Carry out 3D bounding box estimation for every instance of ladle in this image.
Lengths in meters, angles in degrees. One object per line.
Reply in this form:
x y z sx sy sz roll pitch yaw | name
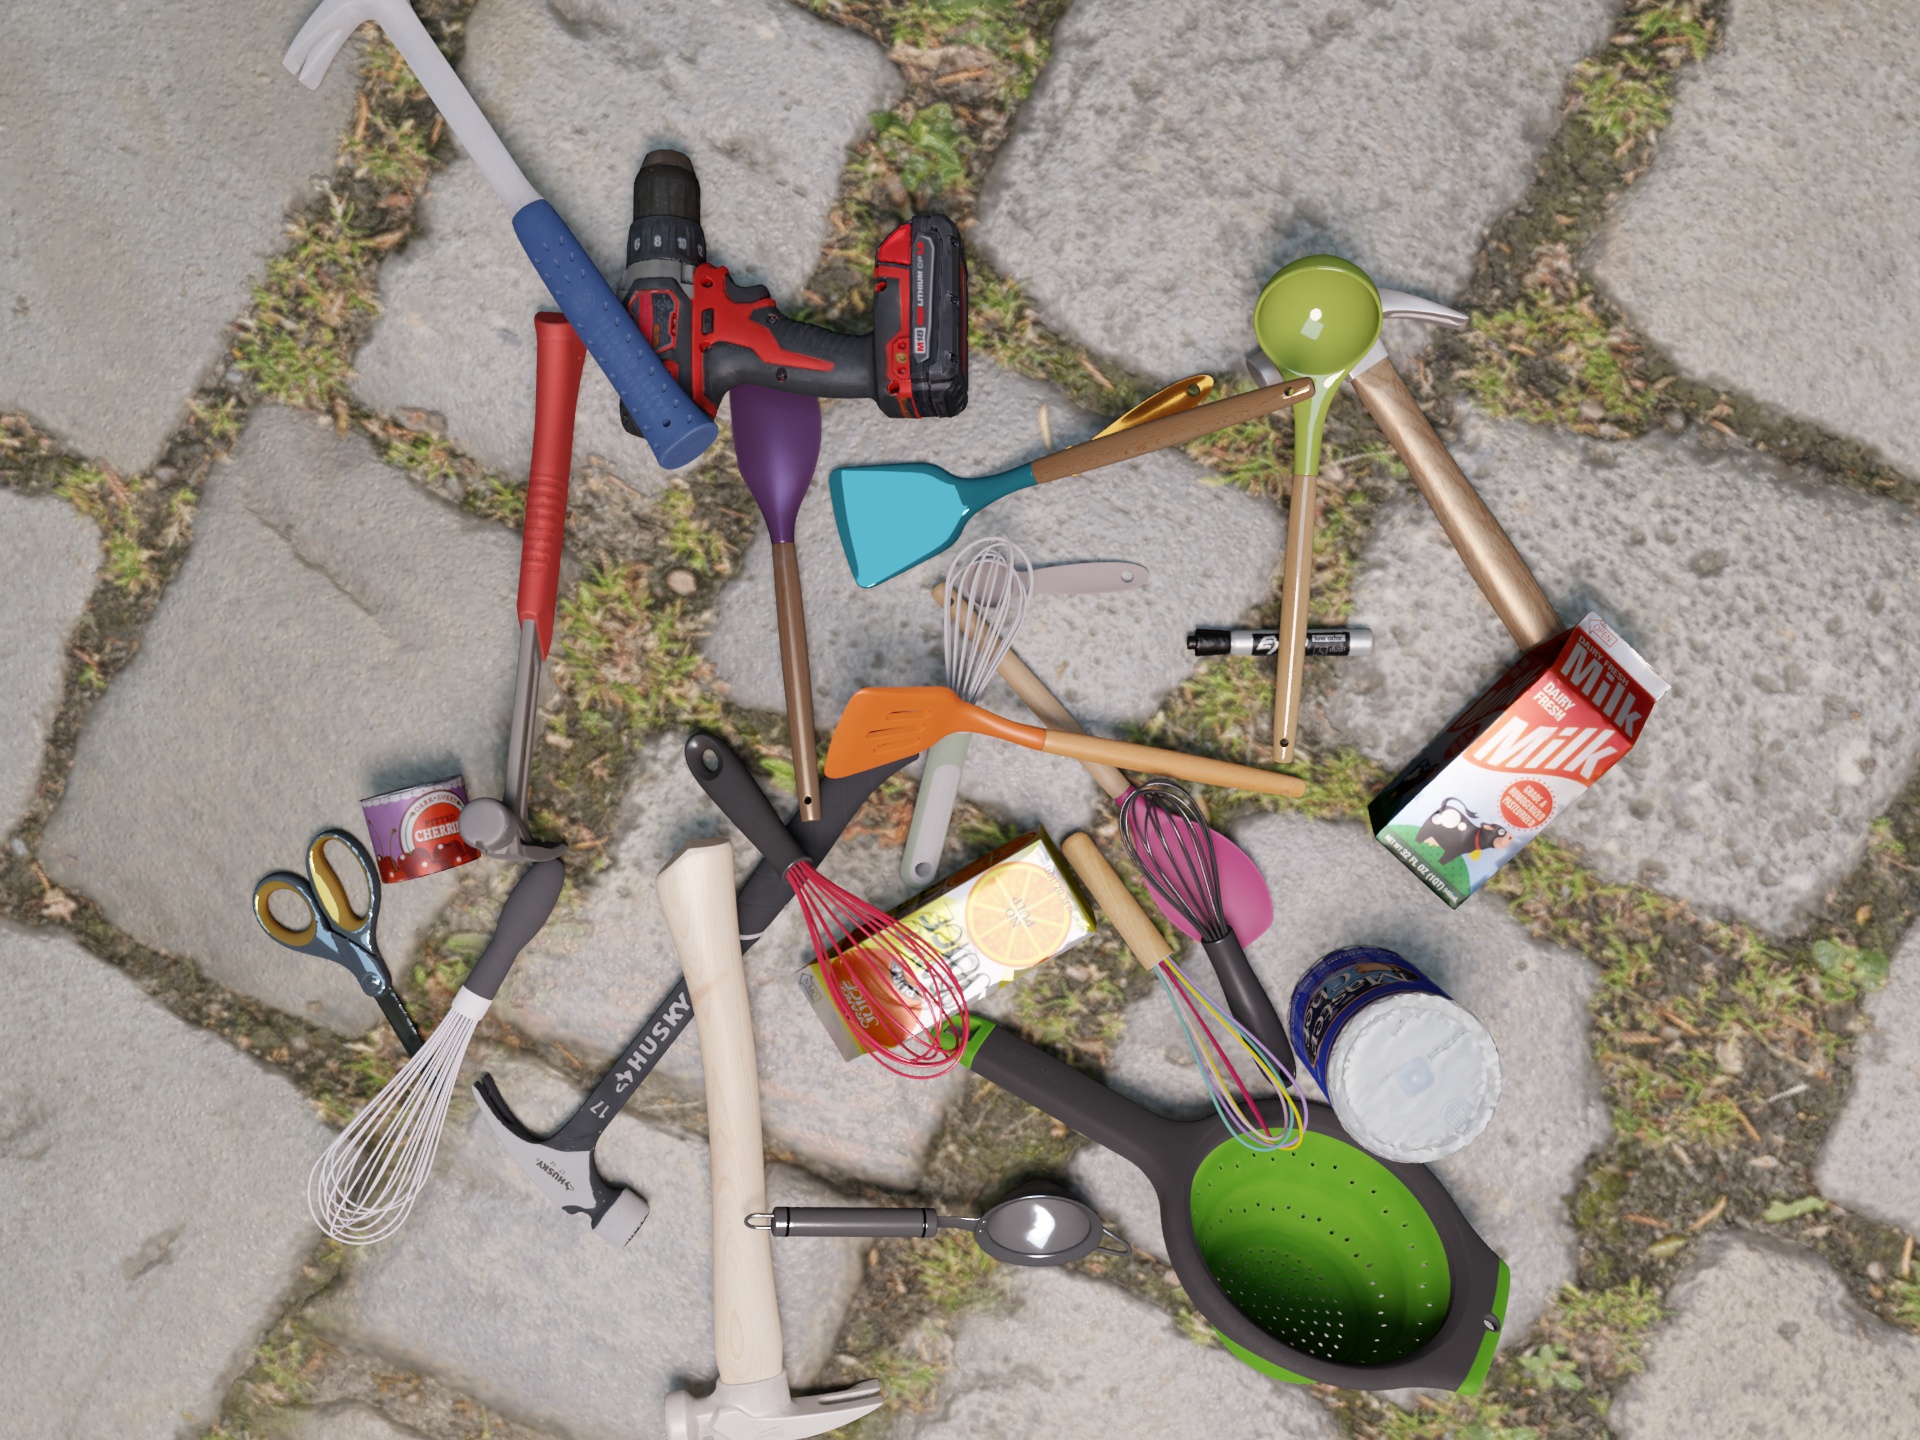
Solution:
0.215 -0.128 1.004 0.078 0.062 0.320 5 101 13 | ladle

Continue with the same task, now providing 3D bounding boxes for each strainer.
-0.014 0.329 1.050 0.258 0.050 0.086 5 131 -13 | strainer

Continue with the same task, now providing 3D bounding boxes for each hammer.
-0.281 -0.324 1.001 0.144 0.035 0.406 -36 78 5 | hammer
0.331 -0.135 1.038 0.130 0.031 0.331 -34 92 4 | hammer
-0.165 0.154 1.071 0.149 0.036 0.409 38 93 0 | hammer
-0.271 -0.089 1.034 0.036 0.149 0.359 4 82 1 | hammer
-0.139 0.280 1.048 0.146 0.038 0.410 -5 98 -9 | hammer

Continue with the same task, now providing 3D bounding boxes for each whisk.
0.167 0.144 1.043 0.055 0.055 0.239 -26 103 3 | whisk
-0.344 0.216 1.060 0.070 0.070 0.284 29 84 0 | whisk
-0.002 -0.003 1.038 0.057 0.059 0.246 8 106 -21 | whisk
0.141 0.177 1.039 0.051 0.047 0.245 -34 77 -8 | whisk
-0.091 0.107 1.000 0.073 0.073 0.296 -45 61 4 | whisk

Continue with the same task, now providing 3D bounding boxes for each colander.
0.148 0.316 1.041 0.397 0.204 0.094 27 129 15 | colander

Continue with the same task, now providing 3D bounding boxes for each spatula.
-0.112 -0.091 1.047 0.060 0.018 0.316 -6 86 2 | spatula
0.068 -0.164 1.012 0.317 0.044 0.082 -15 90 23 | spatula
0.075 0.023 1.015 0.322 0.041 0.081 10 134 -15 | spatula

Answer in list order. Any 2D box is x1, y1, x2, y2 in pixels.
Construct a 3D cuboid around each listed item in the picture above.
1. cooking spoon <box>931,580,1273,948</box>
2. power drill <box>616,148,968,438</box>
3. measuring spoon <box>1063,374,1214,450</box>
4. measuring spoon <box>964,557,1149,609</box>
0.091 0.028 1.062 0.068 0.017 0.319 -42 92 14 | cooking spoon
-0.111 -0.276 1.020 0.226 0.080 0.188 -1 84 5 | power drill
0.116 -0.196 1.053 0.117 0.011 0.021 -30 93 0 | measuring spoon
0.064 -0.093 1.060 0.124 0.018 0.034 -3 91 -5 | measuring spoon
